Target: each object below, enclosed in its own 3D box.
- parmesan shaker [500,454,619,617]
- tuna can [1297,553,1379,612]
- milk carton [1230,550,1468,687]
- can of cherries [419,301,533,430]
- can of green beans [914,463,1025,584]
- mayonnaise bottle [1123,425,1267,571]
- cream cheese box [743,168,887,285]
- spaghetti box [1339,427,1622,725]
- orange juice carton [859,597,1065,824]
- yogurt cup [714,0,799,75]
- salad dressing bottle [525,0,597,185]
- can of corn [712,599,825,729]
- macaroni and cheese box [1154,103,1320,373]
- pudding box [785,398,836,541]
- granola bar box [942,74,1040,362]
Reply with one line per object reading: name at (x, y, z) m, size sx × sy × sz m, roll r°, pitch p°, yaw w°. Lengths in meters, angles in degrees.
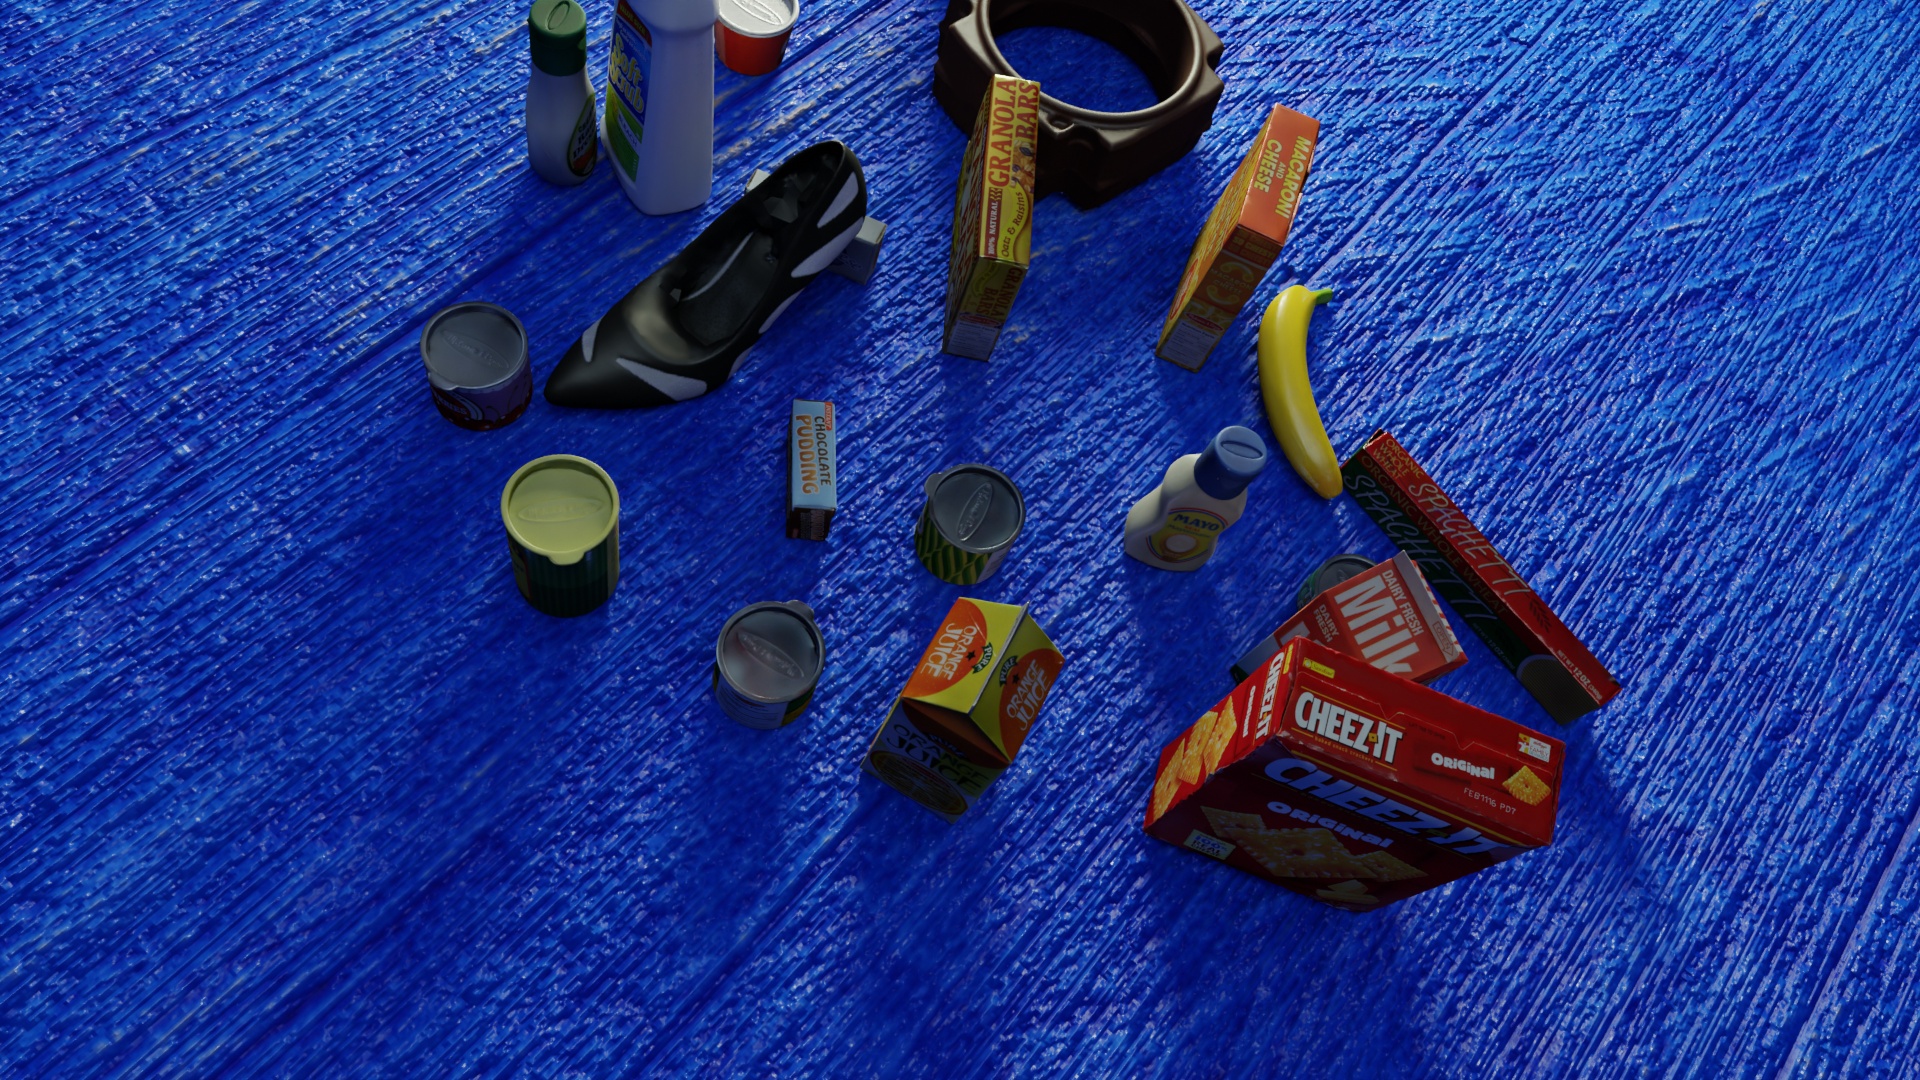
parmesan shaker at (-0.242, 0.002, 0.849) m, size 0.071 × 0.102 × 0.071 m, roll 5°, pitch 64°, yaw -11°
tuna can at (0.275, 0.046, 0.994) m, size 0.071 × 0.032 × 0.071 m, roll 5°, pitch 64°, yaw -11°
milk carton at (0.252, 0.073, 0.887) m, size 0.073 × 0.189 × 0.072 m, roll -16°, pitch 71°, yaw -20°
can of cherries at (-0.318, -0.112, 0.910) m, size 0.071 × 0.058 × 0.072 m, roll 5°, pitch 64°, yaw -11°
can of green beans at (0.005, -0.010, 0.941) m, size 0.071 × 0.057 × 0.071 m, roll 5°, pitch 64°, yaw -11°
mayonnaise bottle at (0.160, -0.027, 0.935) m, size 0.065 × 0.147 × 0.041 m, roll 15°, pitch 63°, yaw -7°
cream cheese box at (-0.109, -0.229, 1.019) m, size 0.104 × 0.053 × 0.024 m, roll 23°, pitch 62°, yaw -2°
spaghetti box at (0.375, 0.026, 1.018) m, size 0.029 × 0.050 × 0.250 m, roll -34°, pitch 77°, yaw -25°
orange juice carton at (0.002, 0.098, 0.813) m, size 0.073 × 0.191 × 0.072 m, roll 31°, pitch 62°, yaw 2°
yogurt cup at (-0.163, -0.403, 1.088) m, size 0.072 × 0.053 × 0.072 m, roll 5°, pitch 64°, yaw -11°
salad dressing bottle at (-0.277, -0.310, 0.963) m, size 0.044 × 0.147 × 0.064 m, roll 20°, pitch 63°, yaw -4°
can of corn at (-0.119, 0.077, 0.869) m, size 0.071 × 0.058 × 0.071 m, roll 5°, pitch 64°, yaw -11°
macaroni and cheese box at (0.204, -0.220, 1.027) m, size 0.040 × 0.165 × 0.124 m, roll 23°, pitch 62°, yaw -3°
pudding box at (-0.101, -0.048, 0.937) m, size 0.030 × 0.049 × 0.084 m, roll 3°, pitch 65°, yaw -12°
granola bar box at (0.021, -0.234, 1.013) m, size 0.039 × 0.123 × 0.166 m, roll 9°, pitch 64°, yaw -9°
